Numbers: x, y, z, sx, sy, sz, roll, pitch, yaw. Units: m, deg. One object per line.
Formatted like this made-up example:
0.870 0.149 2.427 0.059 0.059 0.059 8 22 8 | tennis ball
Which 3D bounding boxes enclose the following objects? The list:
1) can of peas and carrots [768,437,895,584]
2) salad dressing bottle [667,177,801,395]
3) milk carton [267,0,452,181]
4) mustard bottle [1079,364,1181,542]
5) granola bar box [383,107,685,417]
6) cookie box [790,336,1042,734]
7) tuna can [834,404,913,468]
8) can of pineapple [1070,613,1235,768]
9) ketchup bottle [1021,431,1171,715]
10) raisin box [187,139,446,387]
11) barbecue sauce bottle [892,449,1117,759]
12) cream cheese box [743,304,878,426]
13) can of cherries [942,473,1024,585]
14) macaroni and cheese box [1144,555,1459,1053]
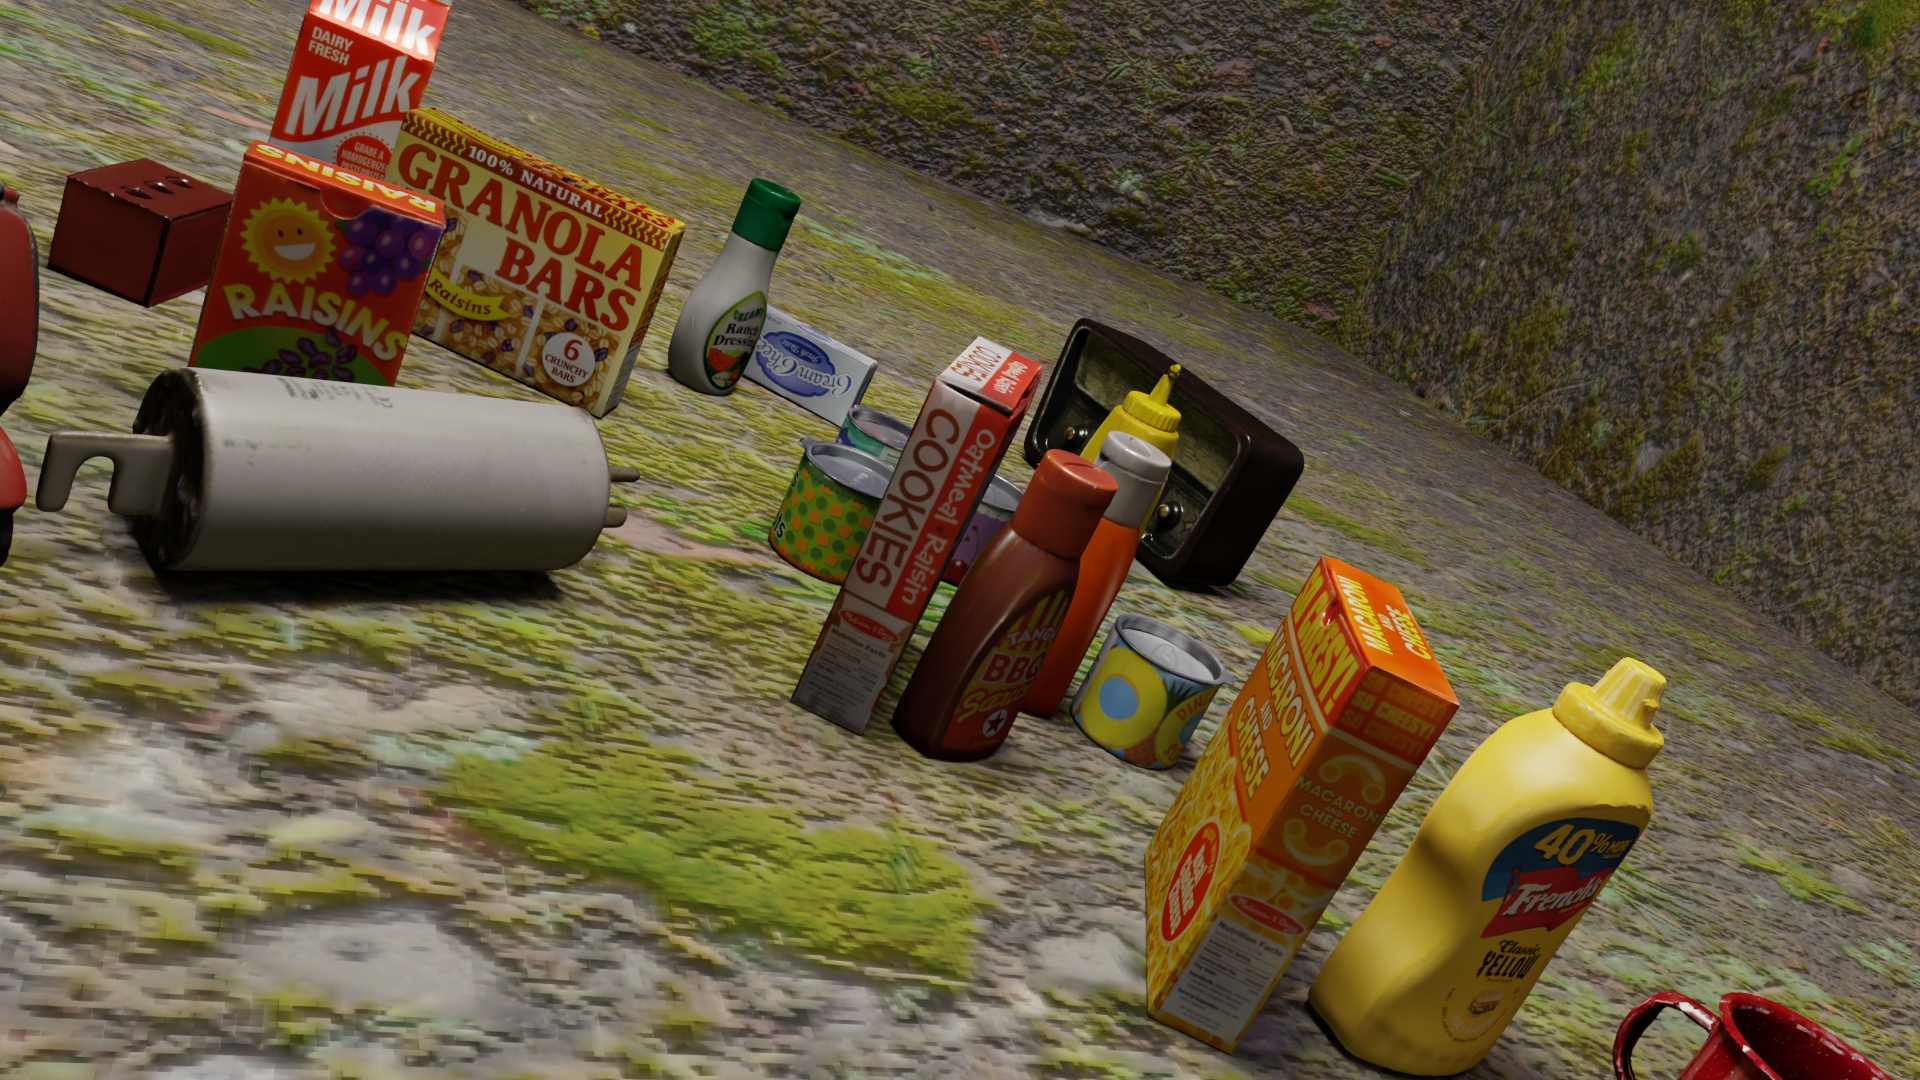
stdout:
-0.070 -0.017 0.784 0.071 0.058 0.071 23 19 -8 | can of peas and carrots
-0.154 -0.174 0.956 0.044 0.147 0.064 35 20 26 | salad dressing bottle
-0.367 -0.256 0.834 0.072 0.189 0.074 17 20 -26 | milk carton
0.112 -0.050 0.948 0.065 0.159 0.049 9 25 -42 | mustard bottle
-0.263 -0.165 0.828 0.165 0.123 0.039 25 18 -3 | granola bar box
-0.017 -0.007 0.659 0.040 0.166 0.123 26 18 1 | cookie box
-0.056 -0.064 0.968 0.071 0.032 0.071 23 19 -8 | tuna can
0.102 0.082 0.746 0.071 0.057 0.071 23 19 -8 | can of pineapple
0.062 0.016 0.729 0.043 0.148 0.065 20 19 -17 | ketchup bottle
-0.297 -0.109 0.638 0.086 0.123 0.040 16 21 -27 | raisin box
0.024 0.030 0.642 0.044 0.148 0.065 39 22 34 | barbecue sauce bottle
-0.118 -0.131 1.032 0.104 0.053 0.024 28 18 6 | cream cheese box
0.003 -0.011 0.863 0.071 0.058 0.072 23 19 -8 | can of cherries
0.129 0.101 0.562 0.040 0.166 0.124 25 18 -2 | macaroni and cheese box
